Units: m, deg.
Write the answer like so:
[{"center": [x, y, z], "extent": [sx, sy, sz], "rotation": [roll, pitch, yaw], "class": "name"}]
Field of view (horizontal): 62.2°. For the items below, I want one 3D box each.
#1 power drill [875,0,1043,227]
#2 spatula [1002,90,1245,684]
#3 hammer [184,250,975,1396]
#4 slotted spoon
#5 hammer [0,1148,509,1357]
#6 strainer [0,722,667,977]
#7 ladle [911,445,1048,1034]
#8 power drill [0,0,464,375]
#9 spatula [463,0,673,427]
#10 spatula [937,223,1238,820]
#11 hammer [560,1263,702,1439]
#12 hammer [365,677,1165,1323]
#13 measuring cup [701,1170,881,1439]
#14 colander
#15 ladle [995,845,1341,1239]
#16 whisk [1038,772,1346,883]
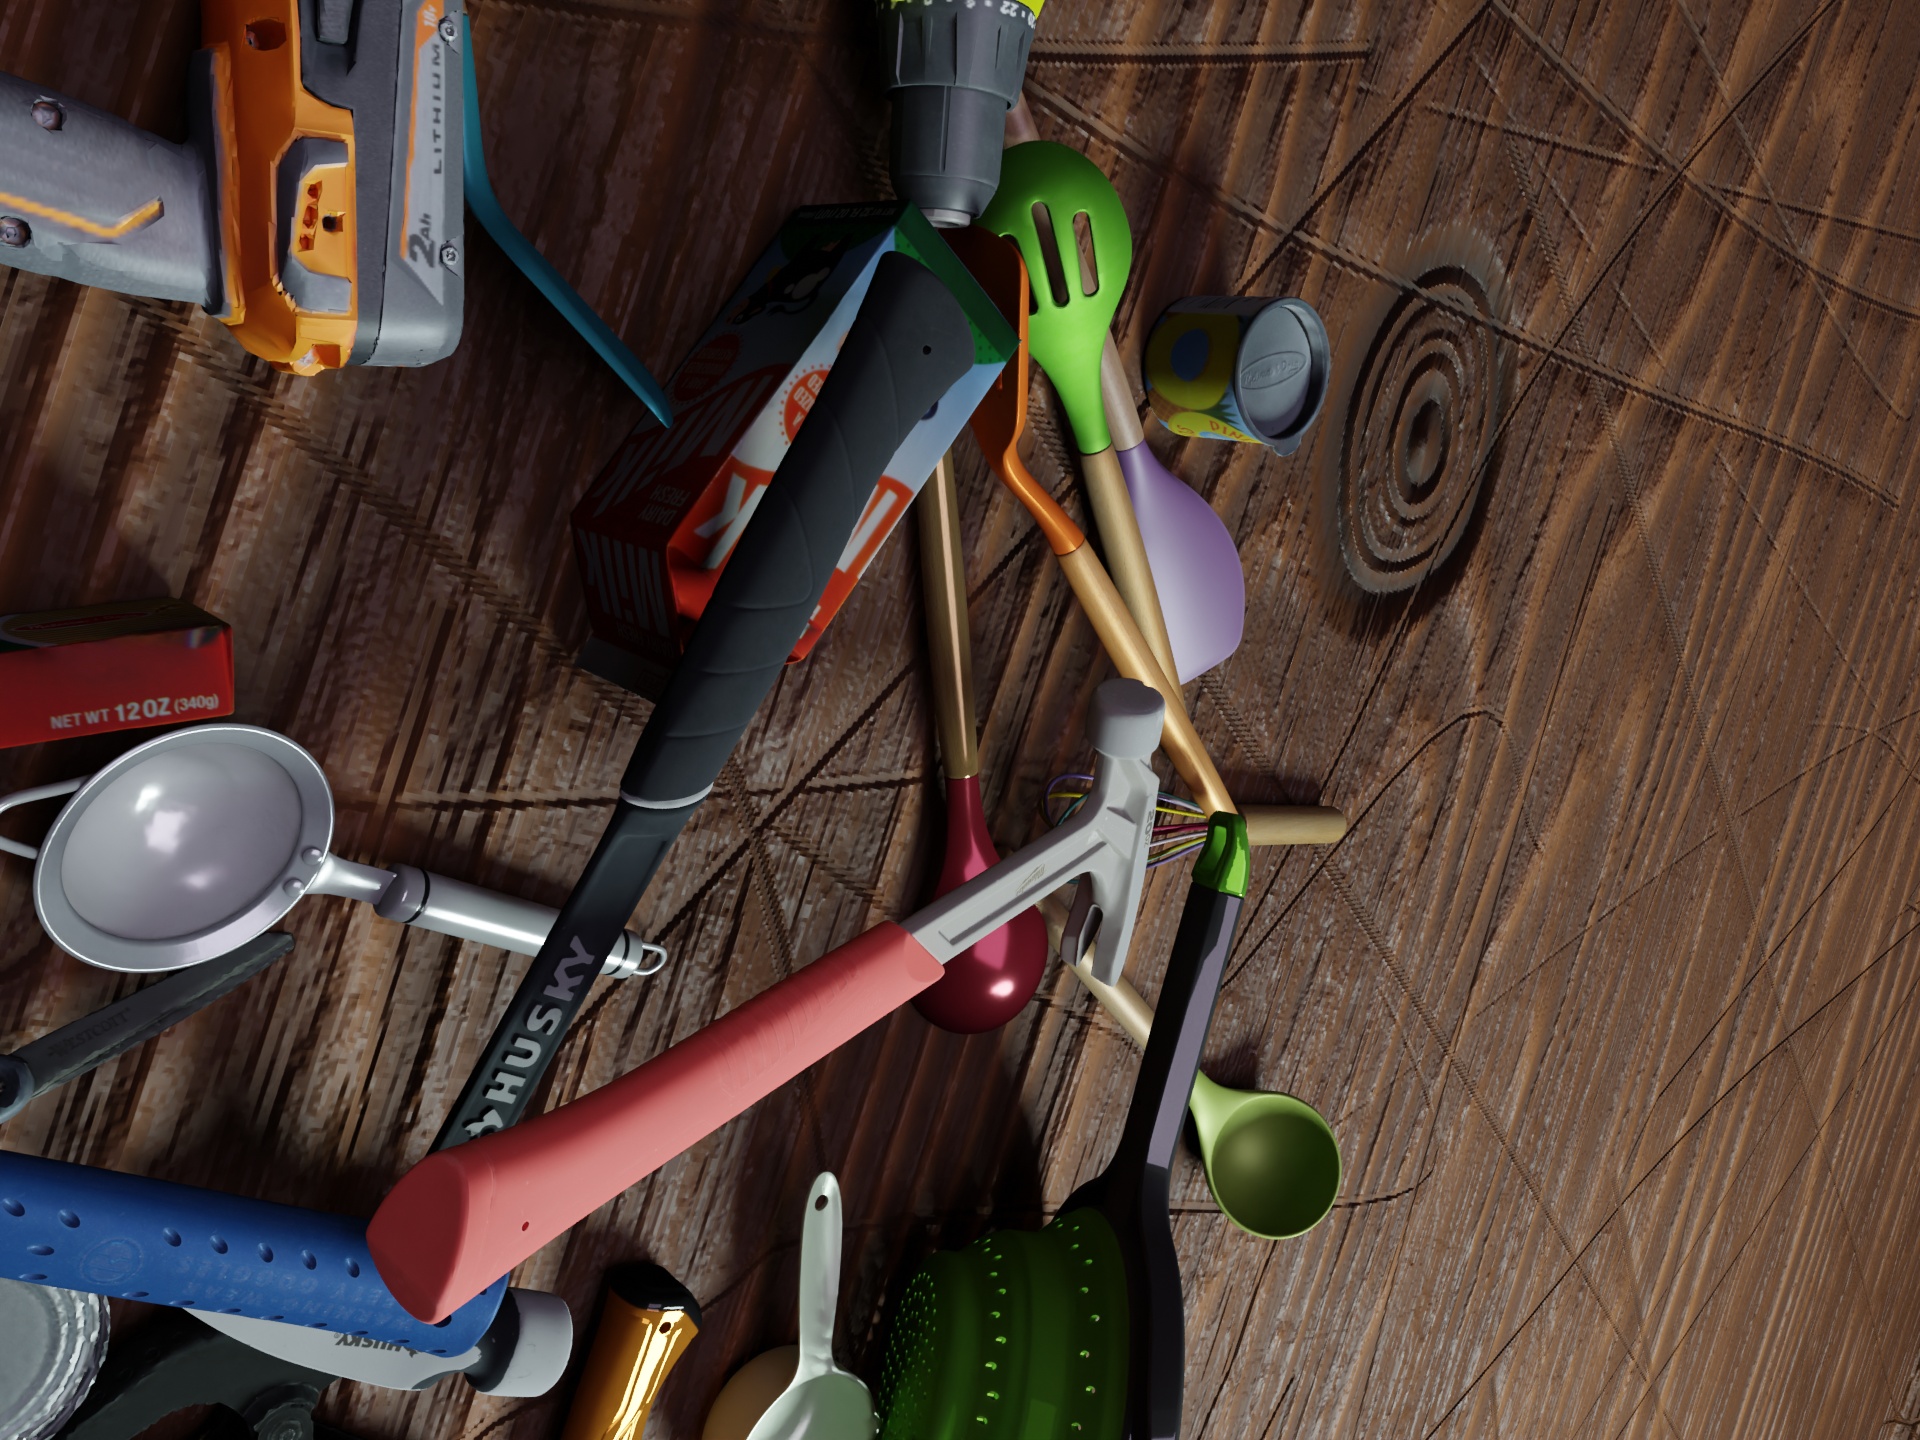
[{"center": [-0.045, -0.274, 0.517], "extent": [0.228, 0.080, 0.190], "rotation": [-8, 106, -55], "class": "power drill"}, {"center": [0.069, -0.148, 0.713], "extent": [0.060, 0.018, 0.315], "rotation": [-32, 123, -9], "class": "spatula"}, {"center": [-0.110, 0.037, 0.515], "extent": [0.149, 0.036, 0.409], "rotation": [26, 95, -39], "class": "hammer"}, {"center": [0.069, -0.101, 0.715], "extent": [0.070, 0.031, 0.313], "rotation": [-17, 124, 5], "class": "slotted spoon"}, {"center": [-0.296, 0.109, 0.379], "extent": [0.405, 0.035, 0.144], "rotation": [29, 93, -38], "class": "hammer"}, {"center": [-0.194, 0.055, 0.528], "extent": [0.258, 0.050, 0.087], "rotation": [28, 97, -48], "class": "strainer"}, {"center": [-0.001, -0.002, 0.687], "extent": [0.069, 0.031, 0.315], "rotation": [-10, 107, -17], "class": "ladle"}, {"center": [-0.246, -0.167, 0.393], "extent": [0.226, 0.084, 0.164], "rotation": [-6, 106, -36], "class": "power drill"}, {"center": [-0.152, -0.240, 0.476], "extent": [0.044, 0.082, 0.317], "rotation": [-16, 110, -5], "class": "spatula"}, {"center": [0.065, -0.063, 0.689], "extent": [0.041, 0.081, 0.322], "rotation": [-37, 122, -6], "class": "spatula"}, {"center": [-0.179, 0.382, 0.636], "extent": [0.127, 0.034, 0.337], "rotation": [18, 90, -44], "class": "hammer"}, {"center": [-0.042, 0.104, 0.571], "extent": [0.359, 0.037, 0.149], "rotation": [-27, 134, -44], "class": "hammer"}, {"center": [-0.074, 0.270, 0.695], "extent": [0.083, 0.038, 0.167], "rotation": [-3, 102, -41], "class": "measuring cup"}, {"center": [0.040, 0.225, 0.720], "extent": [0.094, 0.204, 0.397], "rotation": [16, 88, -10], "class": "colander"}, {"center": [0.107, 0.166, 0.812], "extent": [0.078, 0.062, 0.319], "rotation": [-50, 126, -15], "class": "ladle"}, {"center": [0.126, 0.056, 0.805], "extent": [0.244, 0.047, 0.051], "rotation": [4, 93, -45], "class": "whisk"}]
